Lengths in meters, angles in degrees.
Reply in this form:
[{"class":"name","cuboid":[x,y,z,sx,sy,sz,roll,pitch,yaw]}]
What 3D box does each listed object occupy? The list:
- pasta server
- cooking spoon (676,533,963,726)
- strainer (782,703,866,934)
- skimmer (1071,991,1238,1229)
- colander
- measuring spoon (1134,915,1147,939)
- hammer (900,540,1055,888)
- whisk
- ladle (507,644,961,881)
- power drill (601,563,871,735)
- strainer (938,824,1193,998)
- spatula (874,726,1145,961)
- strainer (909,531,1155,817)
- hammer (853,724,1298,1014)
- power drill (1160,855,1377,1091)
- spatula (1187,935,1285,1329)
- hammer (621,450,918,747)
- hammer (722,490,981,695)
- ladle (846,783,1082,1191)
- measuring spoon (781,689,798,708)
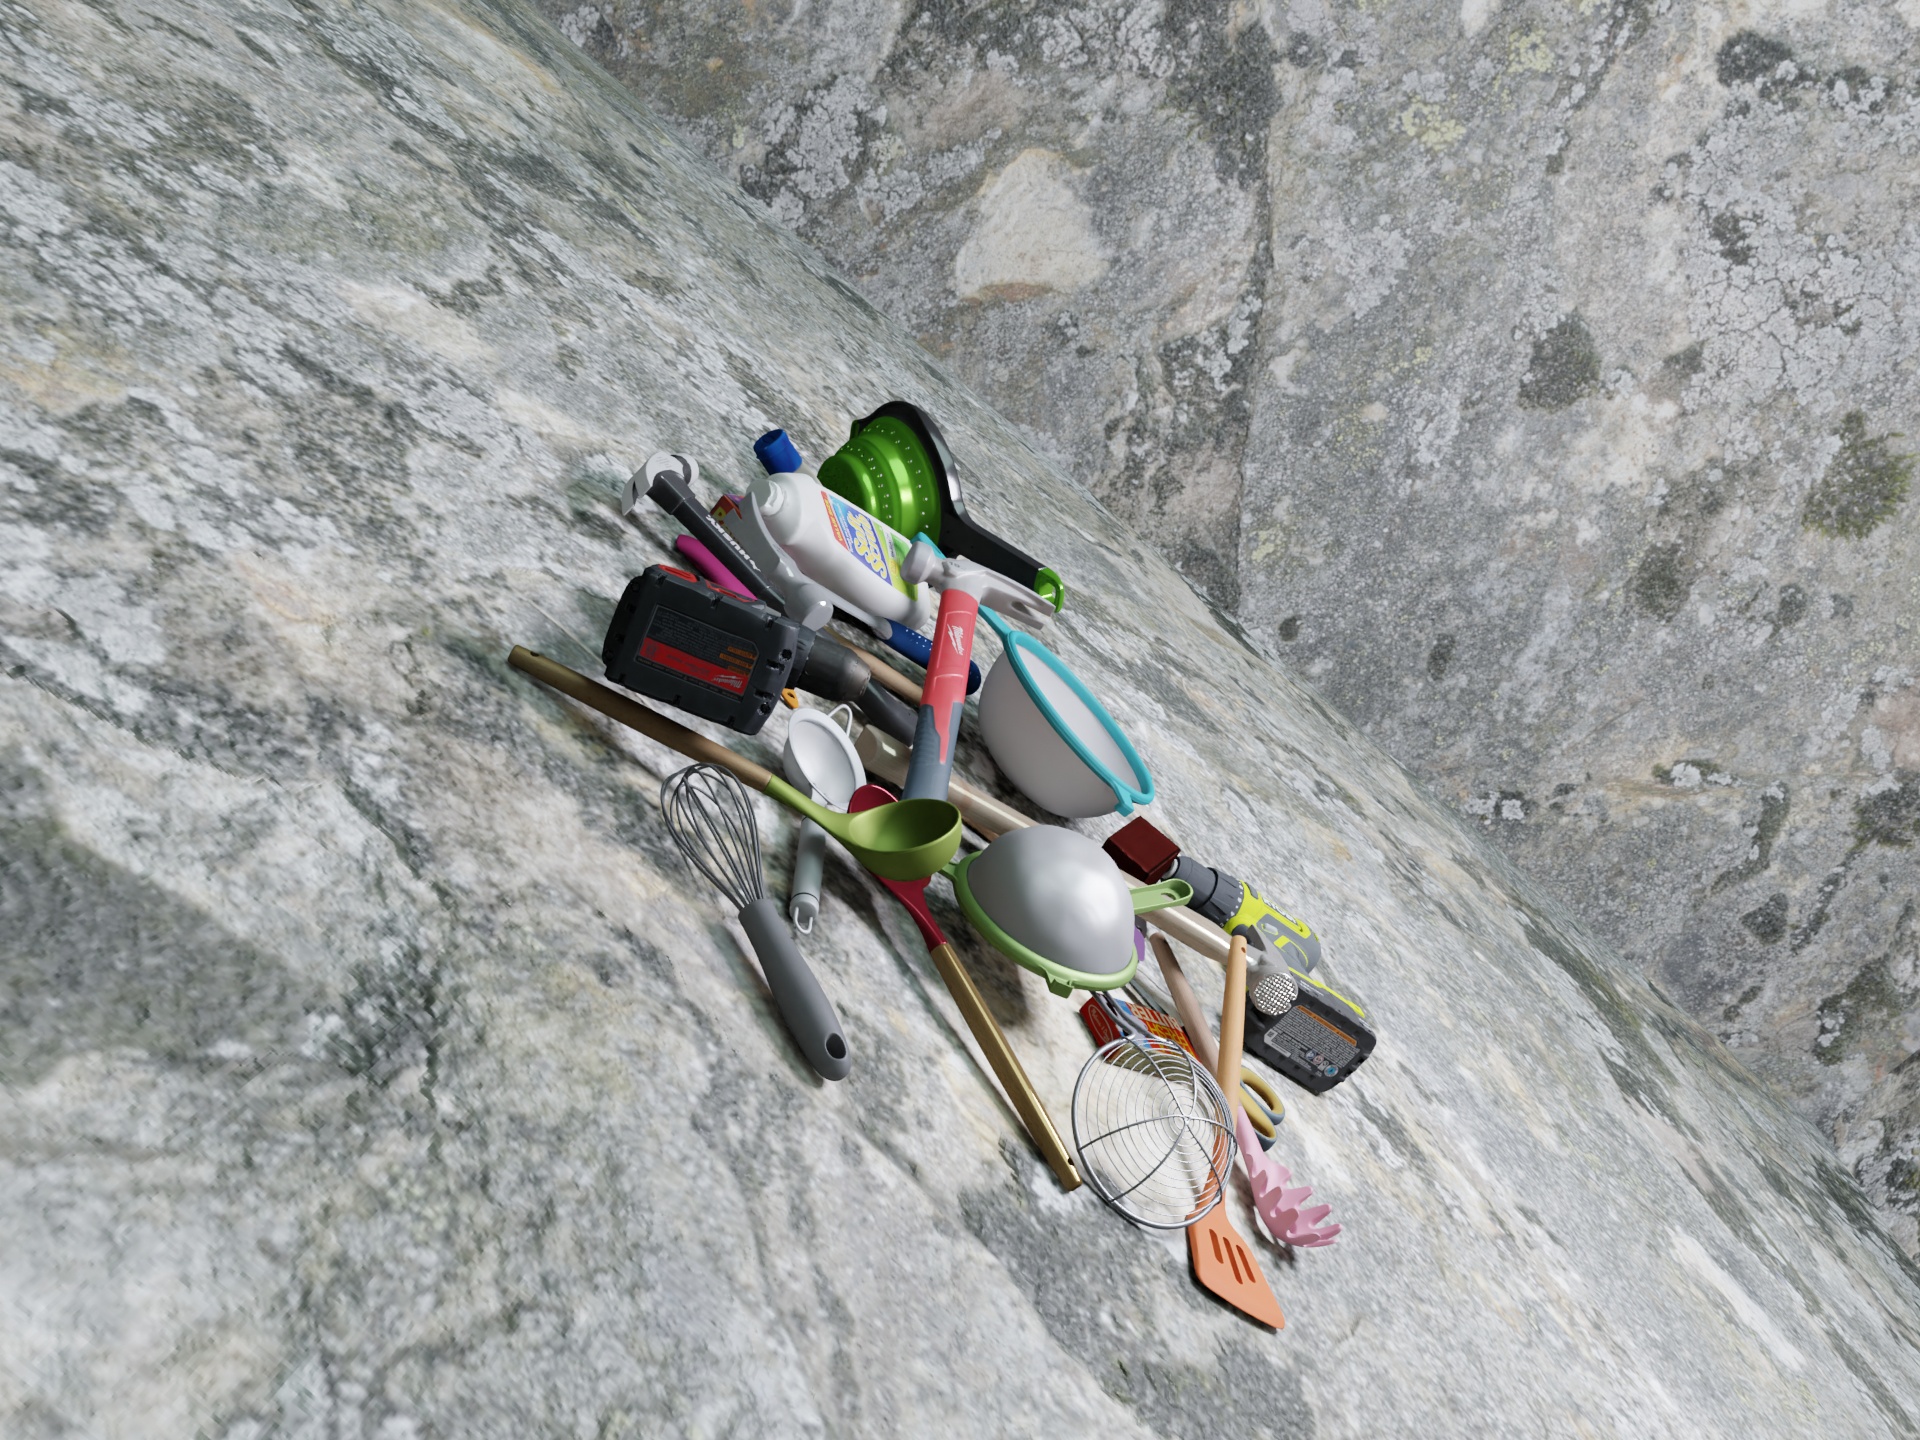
[{"class":"pasta server","cuboid":[0.210,0.280,1.247,0.060,0.040,0.317,27,27,-34]},{"class":"cooking spoon","cuboid":[-0.124,-0.079,1.457,0.318,0.017,0.069,34,19,-21]},{"class":"strainer","cuboid":[-0.105,0.068,1.121,0.086,0.050,0.259,47,20,-24]},{"class":"skimmer","cuboid":[0.086,0.218,1.174,0.127,0.090,0.364,8,21,-26]},{"class":"colander","cuboid":[-0.045,-0.196,1.637,0.094,0.204,0.397,-15,35,-33]},{"class":"measuring spoon","cuboid":[0.156,0.167,1.482,0.034,0.018,0.124,23,29,-16]},{"class":"hammer","cuboid":[-0.002,-0.004,1.307,0.143,0.038,0.387,23,40,-12]},{"class":"whisk","cuboid":[-0.122,0.117,0.966,0.055,0.055,0.239,17,34,-52]},{"class":"ladle","cuboid":[-0.146,0.020,1.053,0.320,0.062,0.078,28,22,-8]},{"class":"power drill","cuboid":[-0.153,-0.050,1.126,0.188,0.080,0.227,22,6,-6]},{"class":"strainer","cuboid":[0.109,0.121,1.188,0.256,0.069,0.152,-1,37,-49]},{"class":"spatula","cuboid":[0.043,0.105,1.375,0.315,0.018,0.060,38,24,-13]},{"class":"strainer","cuboid":[0.043,-0.027,1.528,0.340,0.095,0.211,49,14,3]},{"class":"hammer","cuboid":[0.093,0.115,1.335,0.410,0.038,0.146,30,9,-6]},{"class":"power drill","cuboid":[0.284,0.227,1.502,0.190,0.080,0.229,34,16,-22]},{"class":"spatula","cuboid":[0.200,0.282,1.156,0.081,0.041,0.323,35,41,-19]},{"class":"hammer","cuboid":[-0.158,-0.100,1.369,0.335,0.035,0.146,46,17,-3]},{"class":"hammer","cuboid":[-0.079,-0.092,1.444,0.144,0.035,0.405,53,11,24]},{"class":"ladle","cuboid":[-0.001,0.175,1.074,0.069,0.031,0.316,4,46,-49]},{"class":"measuring spoon","cuboid":[-0.153,-0.047,1.335,0.021,0.011,0.117,27,22,-38]}]
